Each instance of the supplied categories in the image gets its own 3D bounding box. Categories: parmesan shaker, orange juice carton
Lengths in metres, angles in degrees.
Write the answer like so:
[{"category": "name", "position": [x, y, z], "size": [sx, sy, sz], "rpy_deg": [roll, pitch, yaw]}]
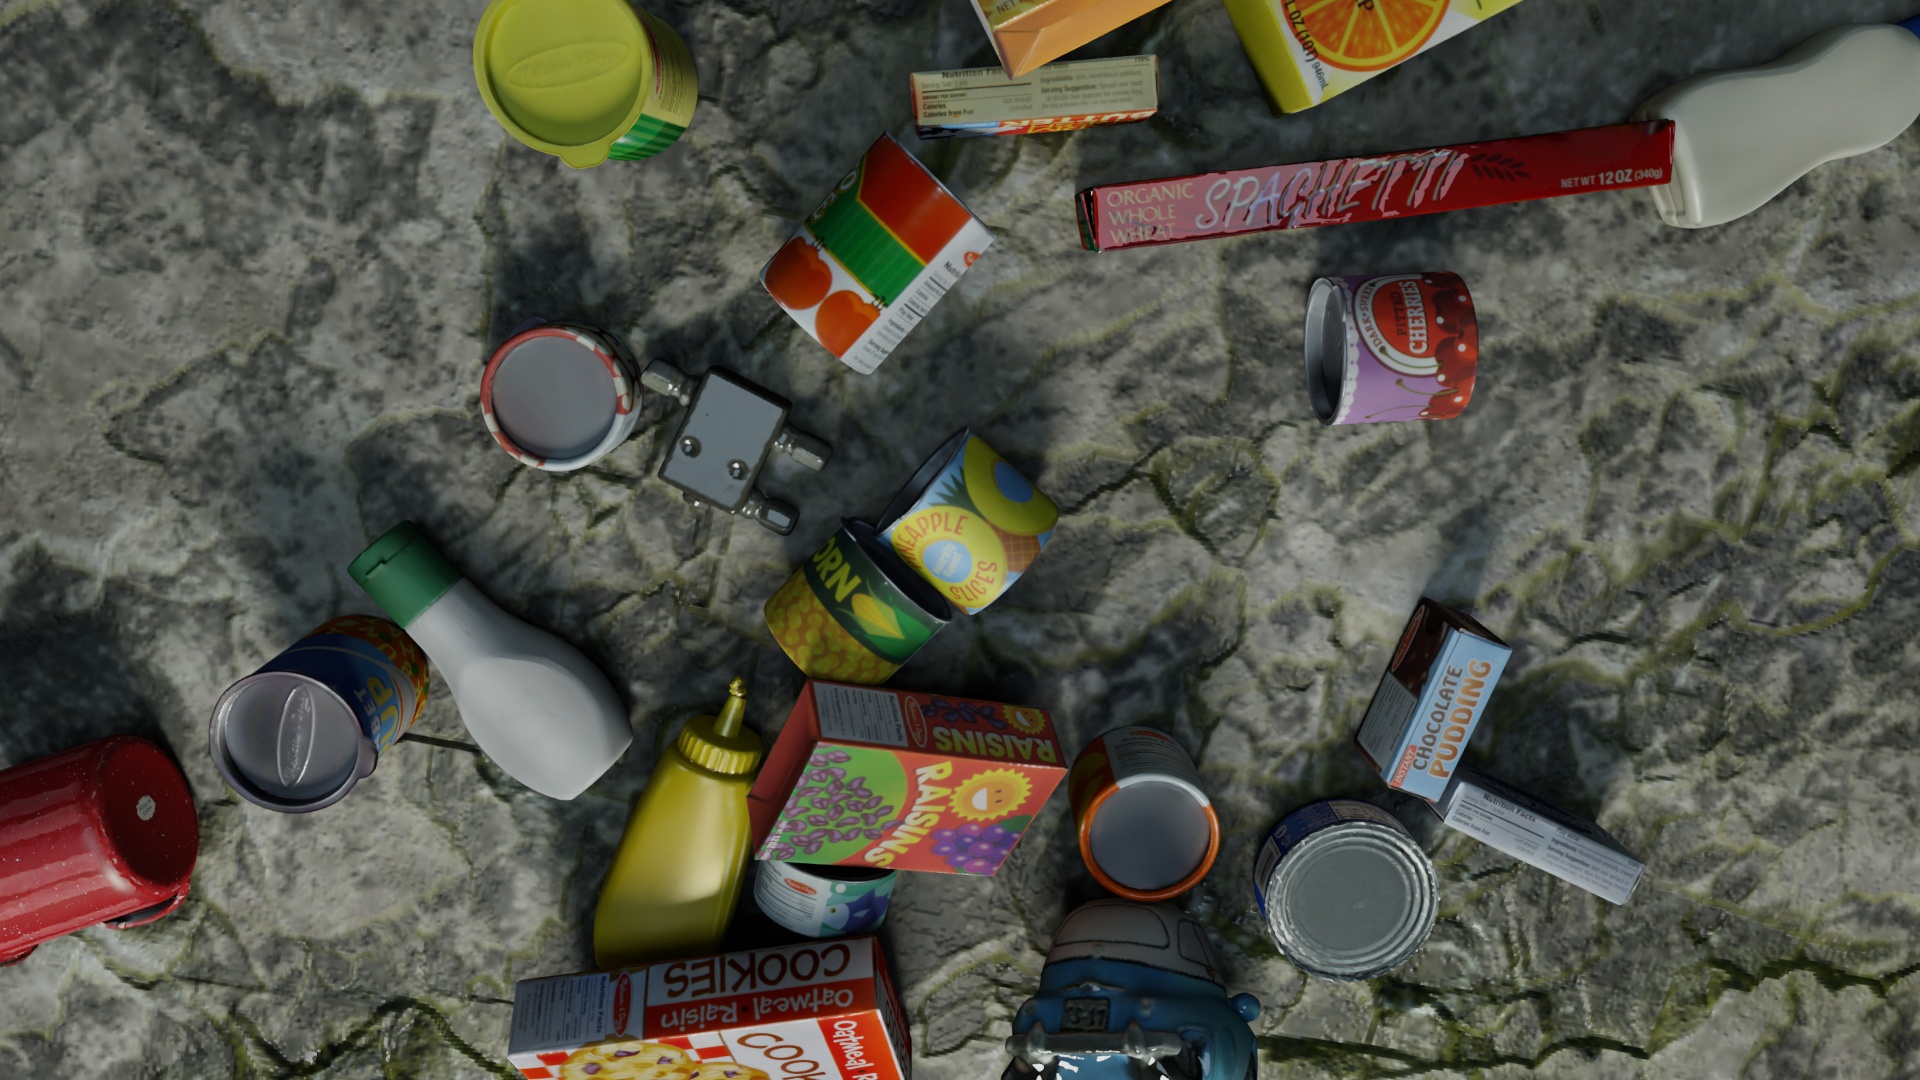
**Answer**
[{"category": "parmesan shaker", "position": [-0.148, -0.186, 0.565], "size": [0.071, 0.103, 0.071], "rpy_deg": [0, 103, -1]}, {"category": "orange juice carton", "position": [0.209, -0.252, 0.572], "size": [0.192, 0.073, 0.071], "rpy_deg": [-26, 102, 5]}]

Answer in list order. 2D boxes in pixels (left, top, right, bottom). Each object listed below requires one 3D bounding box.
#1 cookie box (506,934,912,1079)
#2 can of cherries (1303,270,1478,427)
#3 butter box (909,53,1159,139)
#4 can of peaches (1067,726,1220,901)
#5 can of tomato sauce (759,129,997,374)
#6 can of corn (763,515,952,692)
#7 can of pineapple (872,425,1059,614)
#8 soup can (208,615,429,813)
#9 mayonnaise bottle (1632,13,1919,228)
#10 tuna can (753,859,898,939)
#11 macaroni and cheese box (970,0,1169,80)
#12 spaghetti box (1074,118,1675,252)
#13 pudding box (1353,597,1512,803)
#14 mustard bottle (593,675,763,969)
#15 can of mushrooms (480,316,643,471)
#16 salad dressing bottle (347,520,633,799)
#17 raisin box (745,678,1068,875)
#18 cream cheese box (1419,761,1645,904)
[{"category": "cookie box", "position": [-0.113, 0.241, 0.668], "size": [0.167, 0.040, 0.122], "rpy_deg": [-7, 139, 1]}, {"category": "can of cherries", "position": [0.189, -0.086, 0.612], "size": [0.058, 0.071, 0.071], "rpy_deg": [-3, 104, 0]}, {"category": "butter box", "position": [0.031, -0.189, 0.594], "size": [0.103, 0.053, 0.024], "rpy_deg": [-5, 101, -1]}, {"category": "can of peaches", "position": [0.087, 0.133, 0.668], "size": [0.071, 0.058, 0.071], "rpy_deg": [0, 103, -1]}, {"category": "can of tomato sauce", "position": [-0.037, -0.125, 0.601], "size": [0.071, 0.071, 0.083], "rpy_deg": [42, 100, -10]}, {"category": "can of corn", "position": [-0.049, 0.031, 0.636], "size": [0.071, 0.071, 0.058], "rpy_deg": [44, 99, -10]}, {"category": "can of pineapple", "position": [0.002, -0.008, 0.627], "size": [0.058, 0.071, 0.071], "rpy_deg": [40, 100, -10]}, {"category": "soup can", "position": [-0.286, 0.078, 0.634], "size": [0.071, 0.084, 0.071], "rpy_deg": [0, 104, -1]}, {"category": "mayonnaise bottle", "position": [0.376, -0.192, 0.607], "size": [0.148, 0.041, 0.064], "rpy_deg": [-23, 104, 3]}, {"category": "tuna can", "position": [-0.063, 0.160, 0.669], "size": [0.071, 0.071, 0.032], "rpy_deg": [13, 104, -4]}, {"category": "macaroni and cheese box", "position": [0.039, -0.282, 0.542], "size": [0.124, 0.040, 0.167], "rpy_deg": [-25, 75, 5]}, {"category": "spaghetti box", "position": [0.175, -0.154, 0.606], "size": [0.250, 0.050, 0.028], "rpy_deg": [-7, 103, 1]}, {"category": "pudding box", "position": [0.223, 0.075, 0.661], "size": [0.030, 0.050, 0.083], "rpy_deg": [19, 102, -7]}, {"category": "mustard bottle", "position": [-0.127, 0.137, 0.669], "size": [0.065, 0.049, 0.160], "rpy_deg": [20, 101, -6]}, {"category": "can of mushrooms", "position": [-0.182, -0.068, 0.628], "size": [0.071, 0.033, 0.071], "rpy_deg": [0, 104, -1]}, {"category": "salad dressing bottle", "position": [-0.220, 0.055, 0.652], "size": [0.064, 0.044, 0.147], "rpy_deg": [-40, 100, 10]}, {"category": "raisin box", "position": [-0.025, 0.111, 0.637], "size": [0.123, 0.040, 0.085], "rpy_deg": [11, 127, -25]}, {"category": "cream cheese box", "position": [0.272, 0.137, 0.675], "size": [0.104, 0.053, 0.024], "rpy_deg": [25, 100, -7]}]
